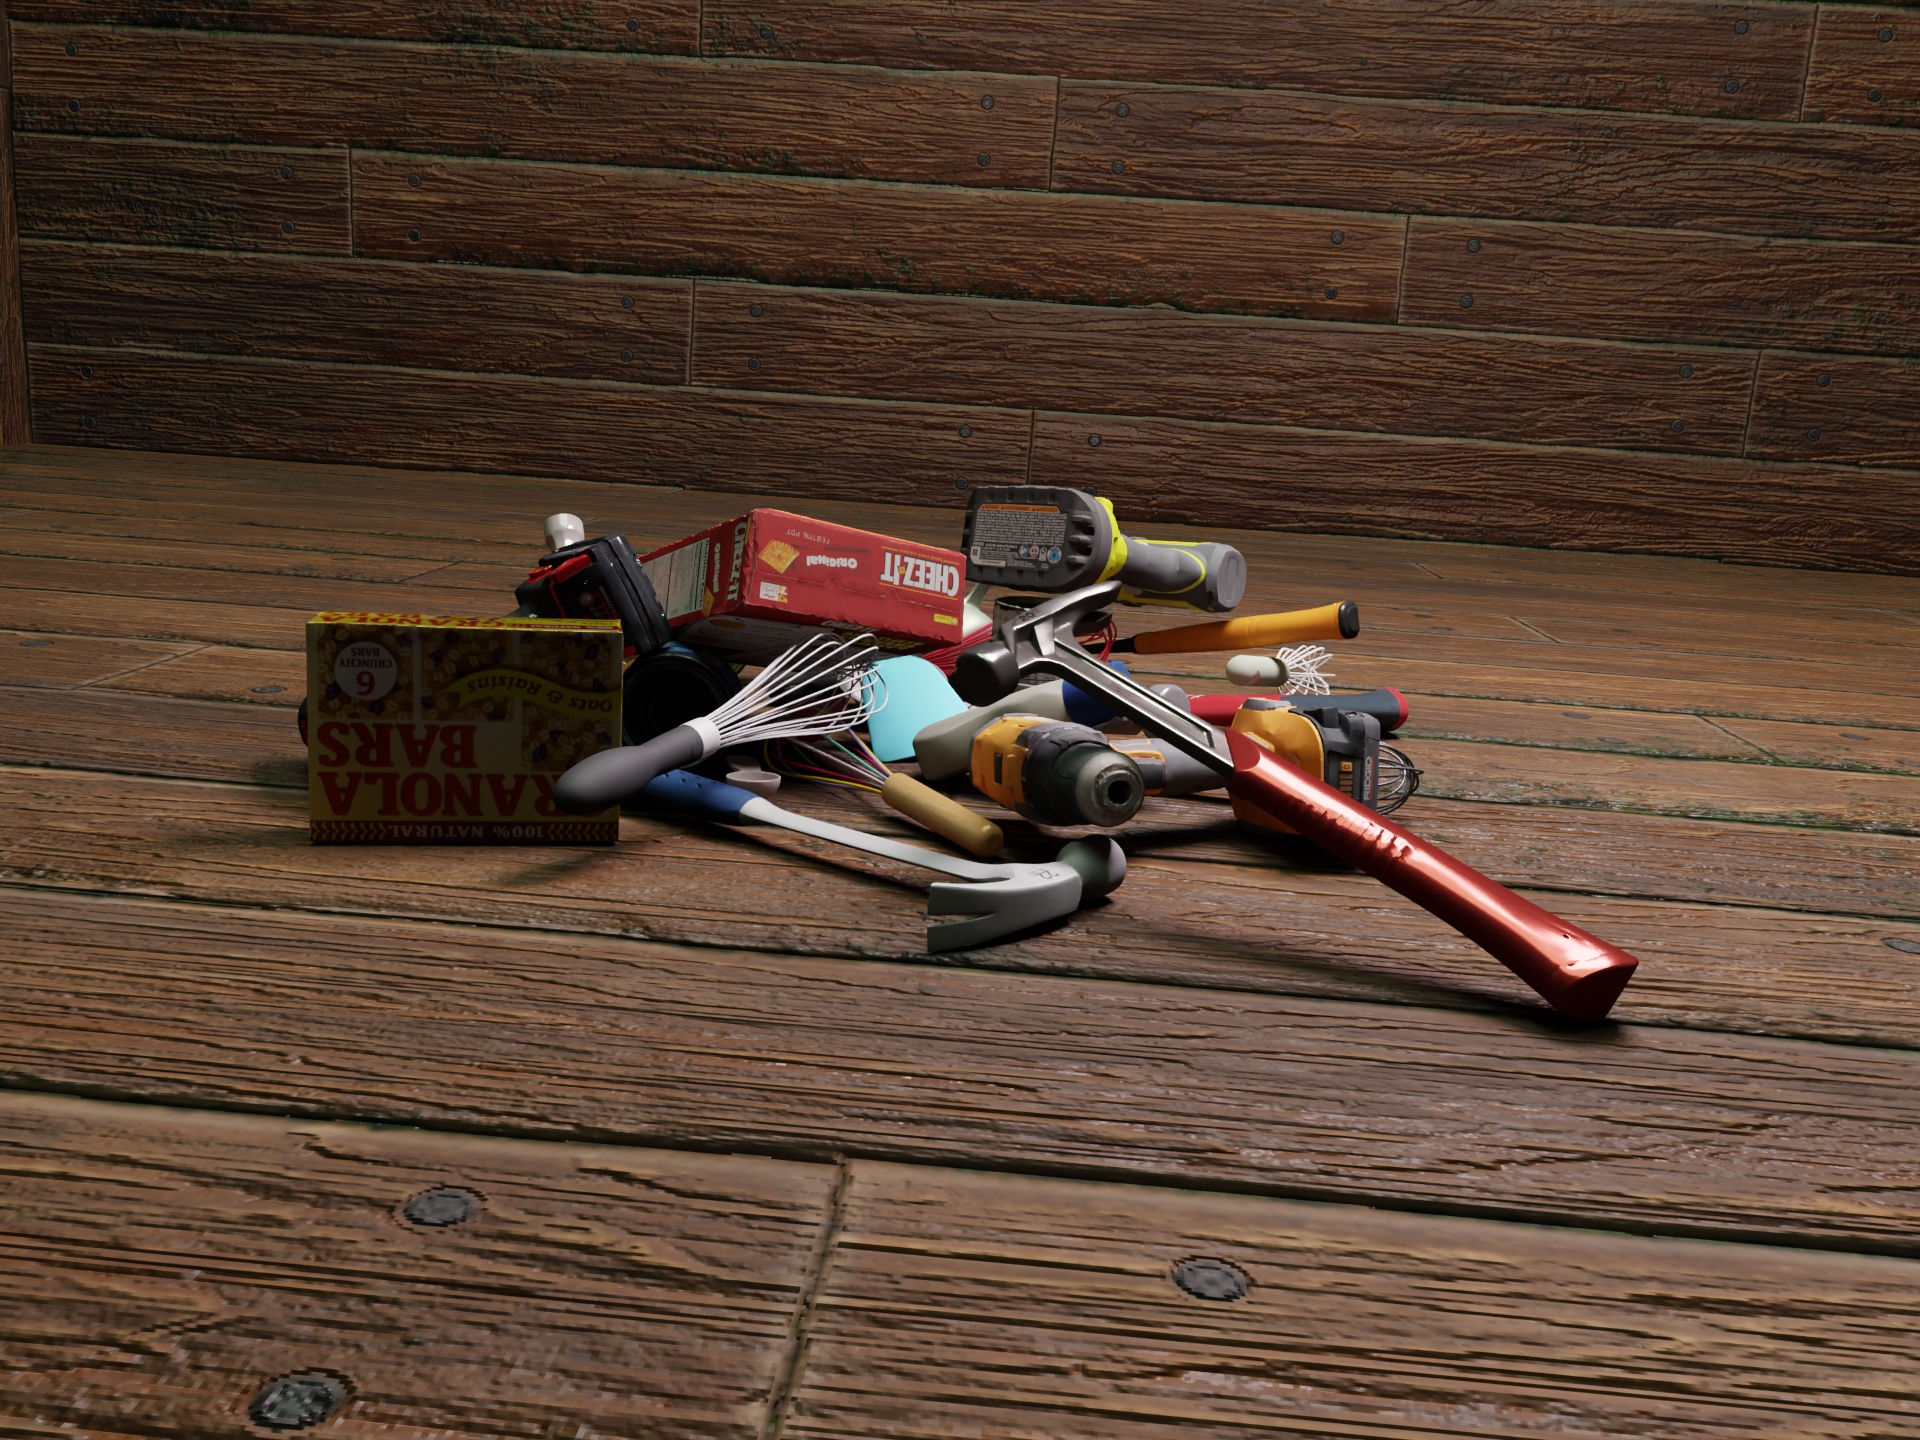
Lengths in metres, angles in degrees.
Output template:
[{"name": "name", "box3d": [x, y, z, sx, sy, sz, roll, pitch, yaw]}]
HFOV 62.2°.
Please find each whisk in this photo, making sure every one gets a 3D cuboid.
[{"name": "whisk", "box3d": [-0.012, -0.047, 1.306, 0.296, 0.073, 0.073, -9, 15, -10]}, {"name": "whisk", "box3d": [0.271, -0.042, 1.359, 0.059, 0.058, 0.246, 51, 21, 17]}, {"name": "whisk", "box3d": [-0.133, 0.001, 0.938, 0.070, 0.070, 0.284, 11, 22, 30]}, {"name": "whisk", "box3d": [0.191, 0.034, 1.081, 0.239, 0.055, 0.055, 2, 12, 15]}, {"name": "whisk", "box3d": [-0.055, 0.040, 1.007, 0.047, 0.051, 0.245, -28, 32, -28]}]

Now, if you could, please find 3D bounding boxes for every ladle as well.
[{"name": "ladle", "box3d": [-0.231, 0.008, 1.100, 0.315, 0.031, 0.069, -3, -17, -16]}]

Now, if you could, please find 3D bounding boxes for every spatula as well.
[{"name": "spatula", "box3d": [-0.086, -0.065, 1.251, 0.082, 0.044, 0.318, -17, 32, -18]}]

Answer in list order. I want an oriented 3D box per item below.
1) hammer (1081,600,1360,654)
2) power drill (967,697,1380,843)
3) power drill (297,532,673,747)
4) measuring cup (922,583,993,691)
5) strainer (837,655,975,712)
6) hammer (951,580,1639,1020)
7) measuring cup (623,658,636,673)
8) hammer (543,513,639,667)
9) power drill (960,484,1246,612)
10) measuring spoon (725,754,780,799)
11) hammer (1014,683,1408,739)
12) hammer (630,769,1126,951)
[{"name": "hammer", "box3d": [0.182, -0.070, 1.379, 0.337, 0.034, 0.127, -5, 4, 38]}, {"name": "power drill", "box3d": [0.134, 0.031, 0.939, 0.226, 0.084, 0.185, 1, 4, -16]}, {"name": "power drill", "box3d": [-0.303, -0.037, 1.011, 0.219, 0.078, 0.143, -33, 18, -29]}, {"name": "measuring cup", "box3d": [0.024, -0.098, 1.363, 0.038, 0.167, 0.083, 39, 11, 35]}, {"name": "strainer", "box3d": [-0.002, -0.004, 1.204, 0.259, 0.050, 0.087, 21, 34, 36]}, {"name": "hammer", "box3d": [0.173, 0.035, 0.816, 0.359, 0.036, 0.149, 32, 36, 26]}, {"name": "measuring cup", "box3d": [-0.217, -0.029, 1.216, 0.095, 0.052, 0.174, 2, 15, -9]}, {"name": "hammer", "box3d": [-0.180, -0.088, 1.323, 0.331, 0.130, 0.031, 6, -34, -32]}, {"name": "power drill", "box3d": [0.107, -0.133, 1.305, 0.171, 0.080, 0.223, 9, 1, 39]}, {"name": "measuring spoon", "box3d": [-0.141, 0.038, 1.045, 0.034, 0.018, 0.124, 1, 6, -14]}, {"name": "hammer", "box3d": [0.213, -0.009, 1.214, 0.143, 0.038, 0.386, 3, 3, 45]}, {"name": "hammer", "box3d": [-0.115, 0.055, 0.915, 0.406, 0.035, 0.144, 12, 15, 33]}]
